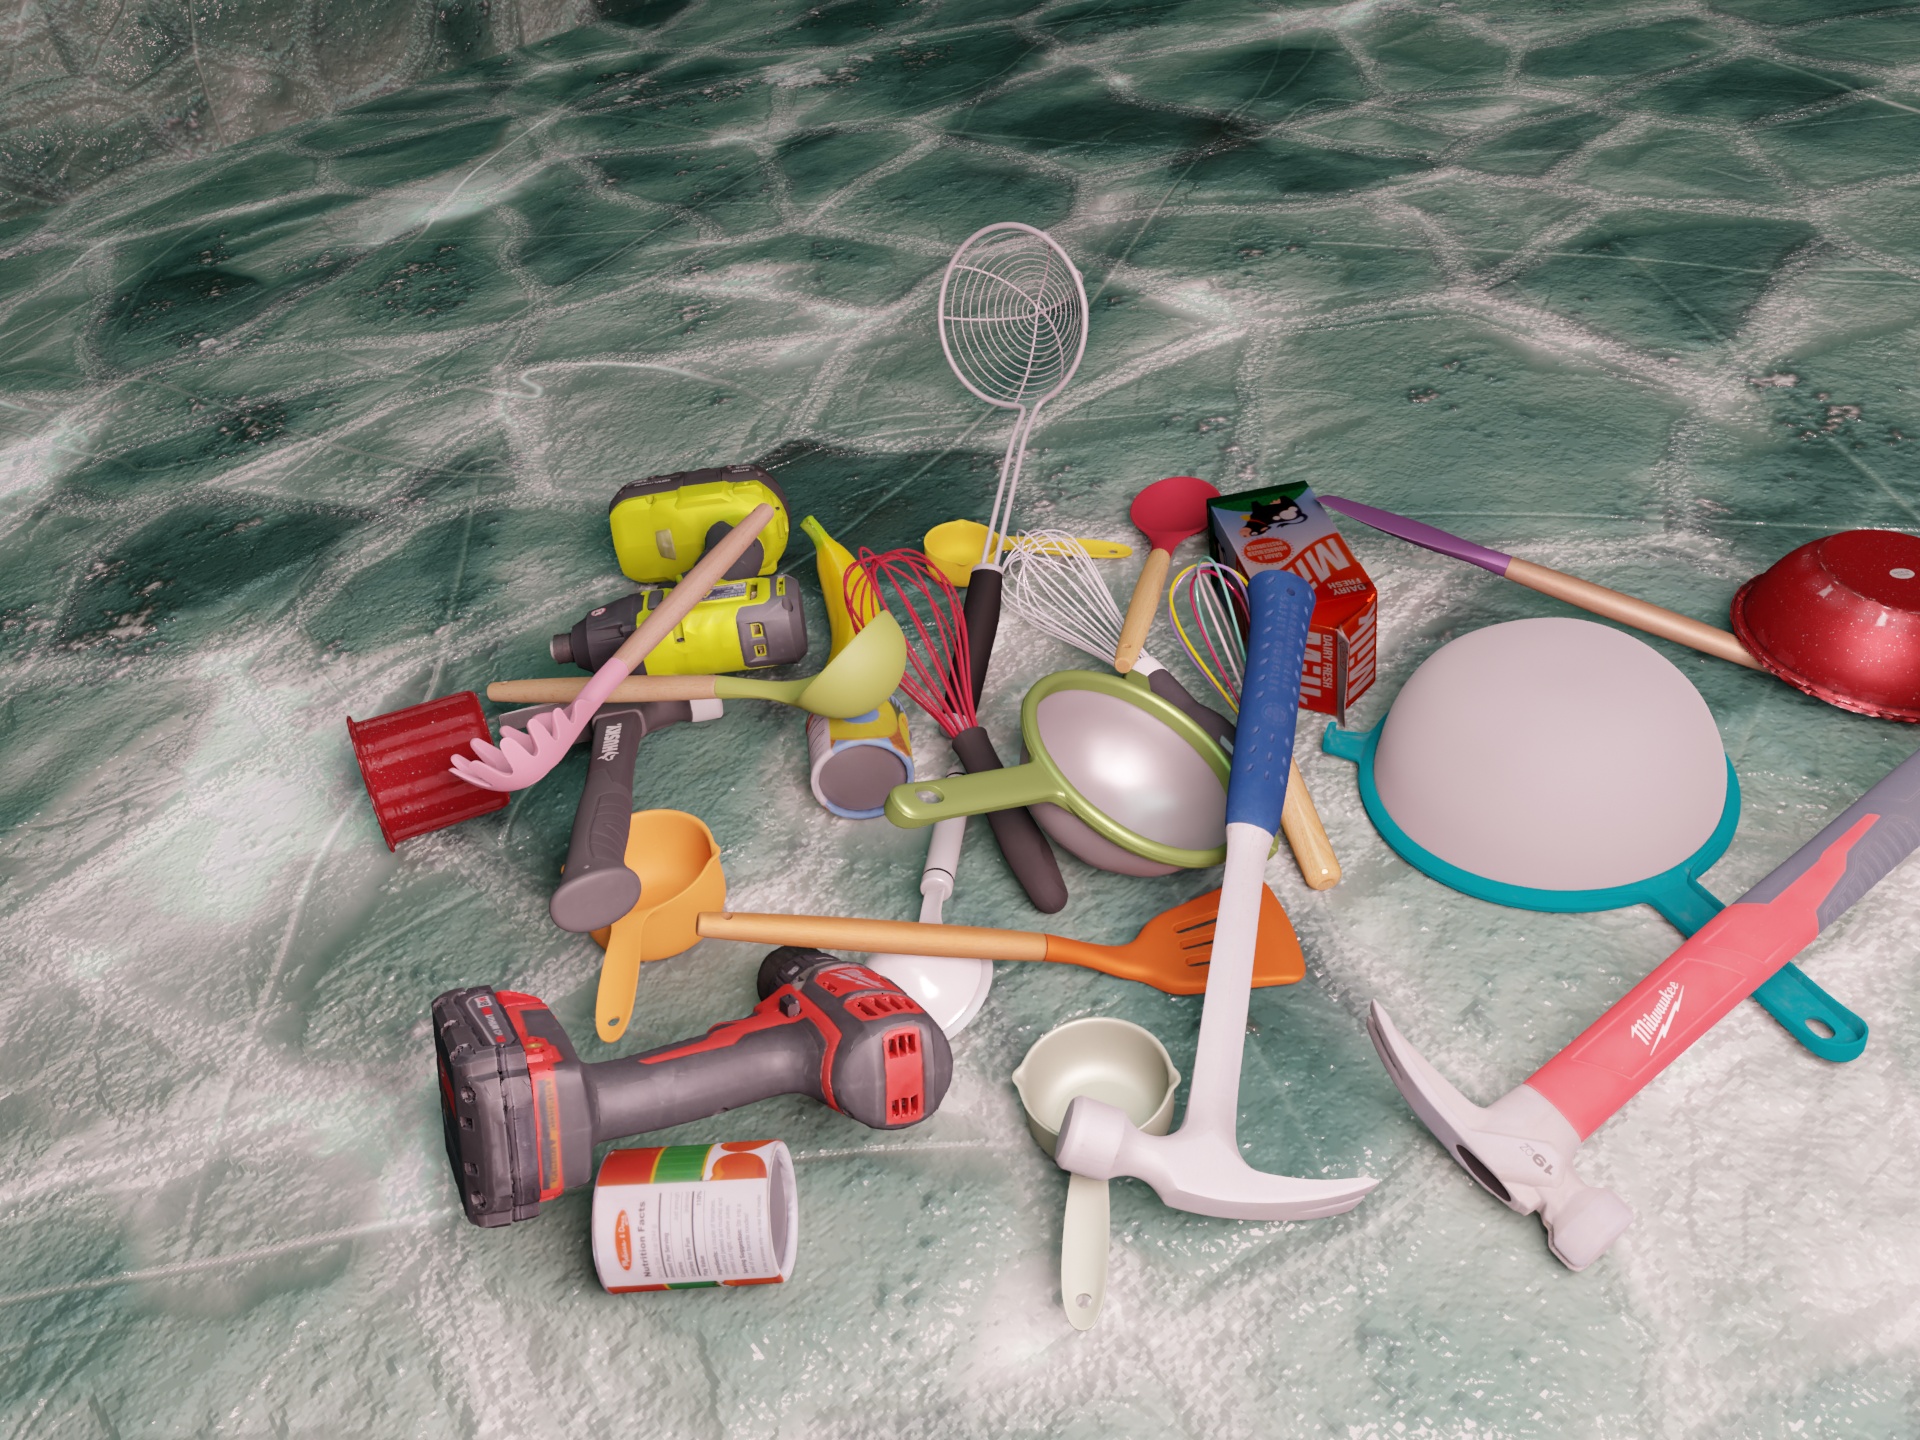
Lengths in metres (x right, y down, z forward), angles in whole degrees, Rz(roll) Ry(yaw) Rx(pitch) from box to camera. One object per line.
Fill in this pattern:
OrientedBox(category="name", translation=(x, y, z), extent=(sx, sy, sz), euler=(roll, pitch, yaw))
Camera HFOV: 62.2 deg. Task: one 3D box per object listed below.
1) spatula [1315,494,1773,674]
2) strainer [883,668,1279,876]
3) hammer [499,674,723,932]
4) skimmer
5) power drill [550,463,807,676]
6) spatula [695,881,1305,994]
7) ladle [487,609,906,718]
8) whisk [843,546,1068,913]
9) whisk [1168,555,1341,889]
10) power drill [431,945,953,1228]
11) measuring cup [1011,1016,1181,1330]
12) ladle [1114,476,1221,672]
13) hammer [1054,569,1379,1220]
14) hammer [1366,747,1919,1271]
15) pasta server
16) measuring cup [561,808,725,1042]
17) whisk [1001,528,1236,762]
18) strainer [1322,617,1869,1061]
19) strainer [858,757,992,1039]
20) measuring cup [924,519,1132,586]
OrientedBox(category="spatula", translation=(0.378, -0.090, 1.027), extent=(0.316, 0.018, 0.060), euler=(24, 22, 20))
OrientedBox(category="strainer", translation=(0.050, 0.049, 0.888), extent=(0.256, 0.069, 0.152), euler=(-7, 50, -42))
OrientedBox(category="hammer", translation=(-0.217, 0.043, 0.952), extent=(0.146, 0.035, 0.335), euler=(-10, 20, -5))
OrientedBox(category="skimmer", translation=(0.013, -0.168, 1.087), extent=(0.127, 0.090, 0.363), euler=(-6, 62, 37))
OrientedBox(category="power drill", translation=(-0.199, -0.103, 1.151), extent=(0.171, 0.080, 0.223), euler=(-8, 32, -1))
OrientedBox(category="spatula", translation=(0.023, 0.112, 0.844), extent=(0.322, 0.041, 0.081), euler=(6, 36, -16))
OrientedBox(category="ladle", translation=(-0.178, -0.032, 1.014), extent=(0.320, 0.062, 0.078), euler=(-1, 26, 26))
OrientedBox(category="whisk", translation=(-0.002, -0.003, 0.984), extent=(0.073, 0.073, 0.296), euler=(-20, 56, -11))
OrientedBox(category="whisk", translation=(0.181, -0.007, 0.960), extent=(0.047, 0.051, 0.245), euler=(1, 52, -22))
OrientedBox(category="power drill", translation=(-0.136, 0.160, 0.778), extent=(0.226, 0.080, 0.188), euler=(-6, 9, -23))
OrientedBox(category="measuring cup", translation=(0.063, 0.218, 0.755), extent=(0.083, 0.038, 0.168), euler=(-2, 41, 10))
OrientedBox(category="ladle", translation=(0.135, -0.103, 1.093), extent=(0.069, 0.031, 0.315), euler=(1, 27, 15))
OrientedBox(category="hammer", translation=(0.157, 0.071, 0.839), extent=(0.144, 0.035, 0.406), euler=(18, 50, -1))
OrientedBox(category="hammer", translation=(0.379, 0.086, 0.767), extent=(0.386, 0.038, 0.143), euler=(-35, 60, -14))
OrientedBox(category="pasta server", translation=(-0.205, -0.056, 1.005), extent=(0.060, 0.040, 0.316), euler=(-15, 29, 40))
OrientedBox(category="measuring cup", translation=(-0.182, 0.128, 0.910), extent=(0.095, 0.052, 0.174), euler=(-7, 41, 4))
OrientedBox(category="whisk", translation=(0.108, -0.047, 1.061), extent=(0.070, 0.070, 0.285), euler=(-24, 46, -17))
OrientedBox(category="strainer", translation=(0.359, 0.038, 0.861), extent=(0.211, 0.095, 0.341), euler=(-19, 38, -11))
OrientedBox(category="strainer", translation=(-0.017, 0.099, 0.918), extent=(0.087, 0.050, 0.259), euler=(-14, 33, 19))
OrientedBox(category="measuring cup", translation=(0.050, -0.121, 1.192), extent=(0.156, 0.029, 0.062), euler=(2, 39, -3))
